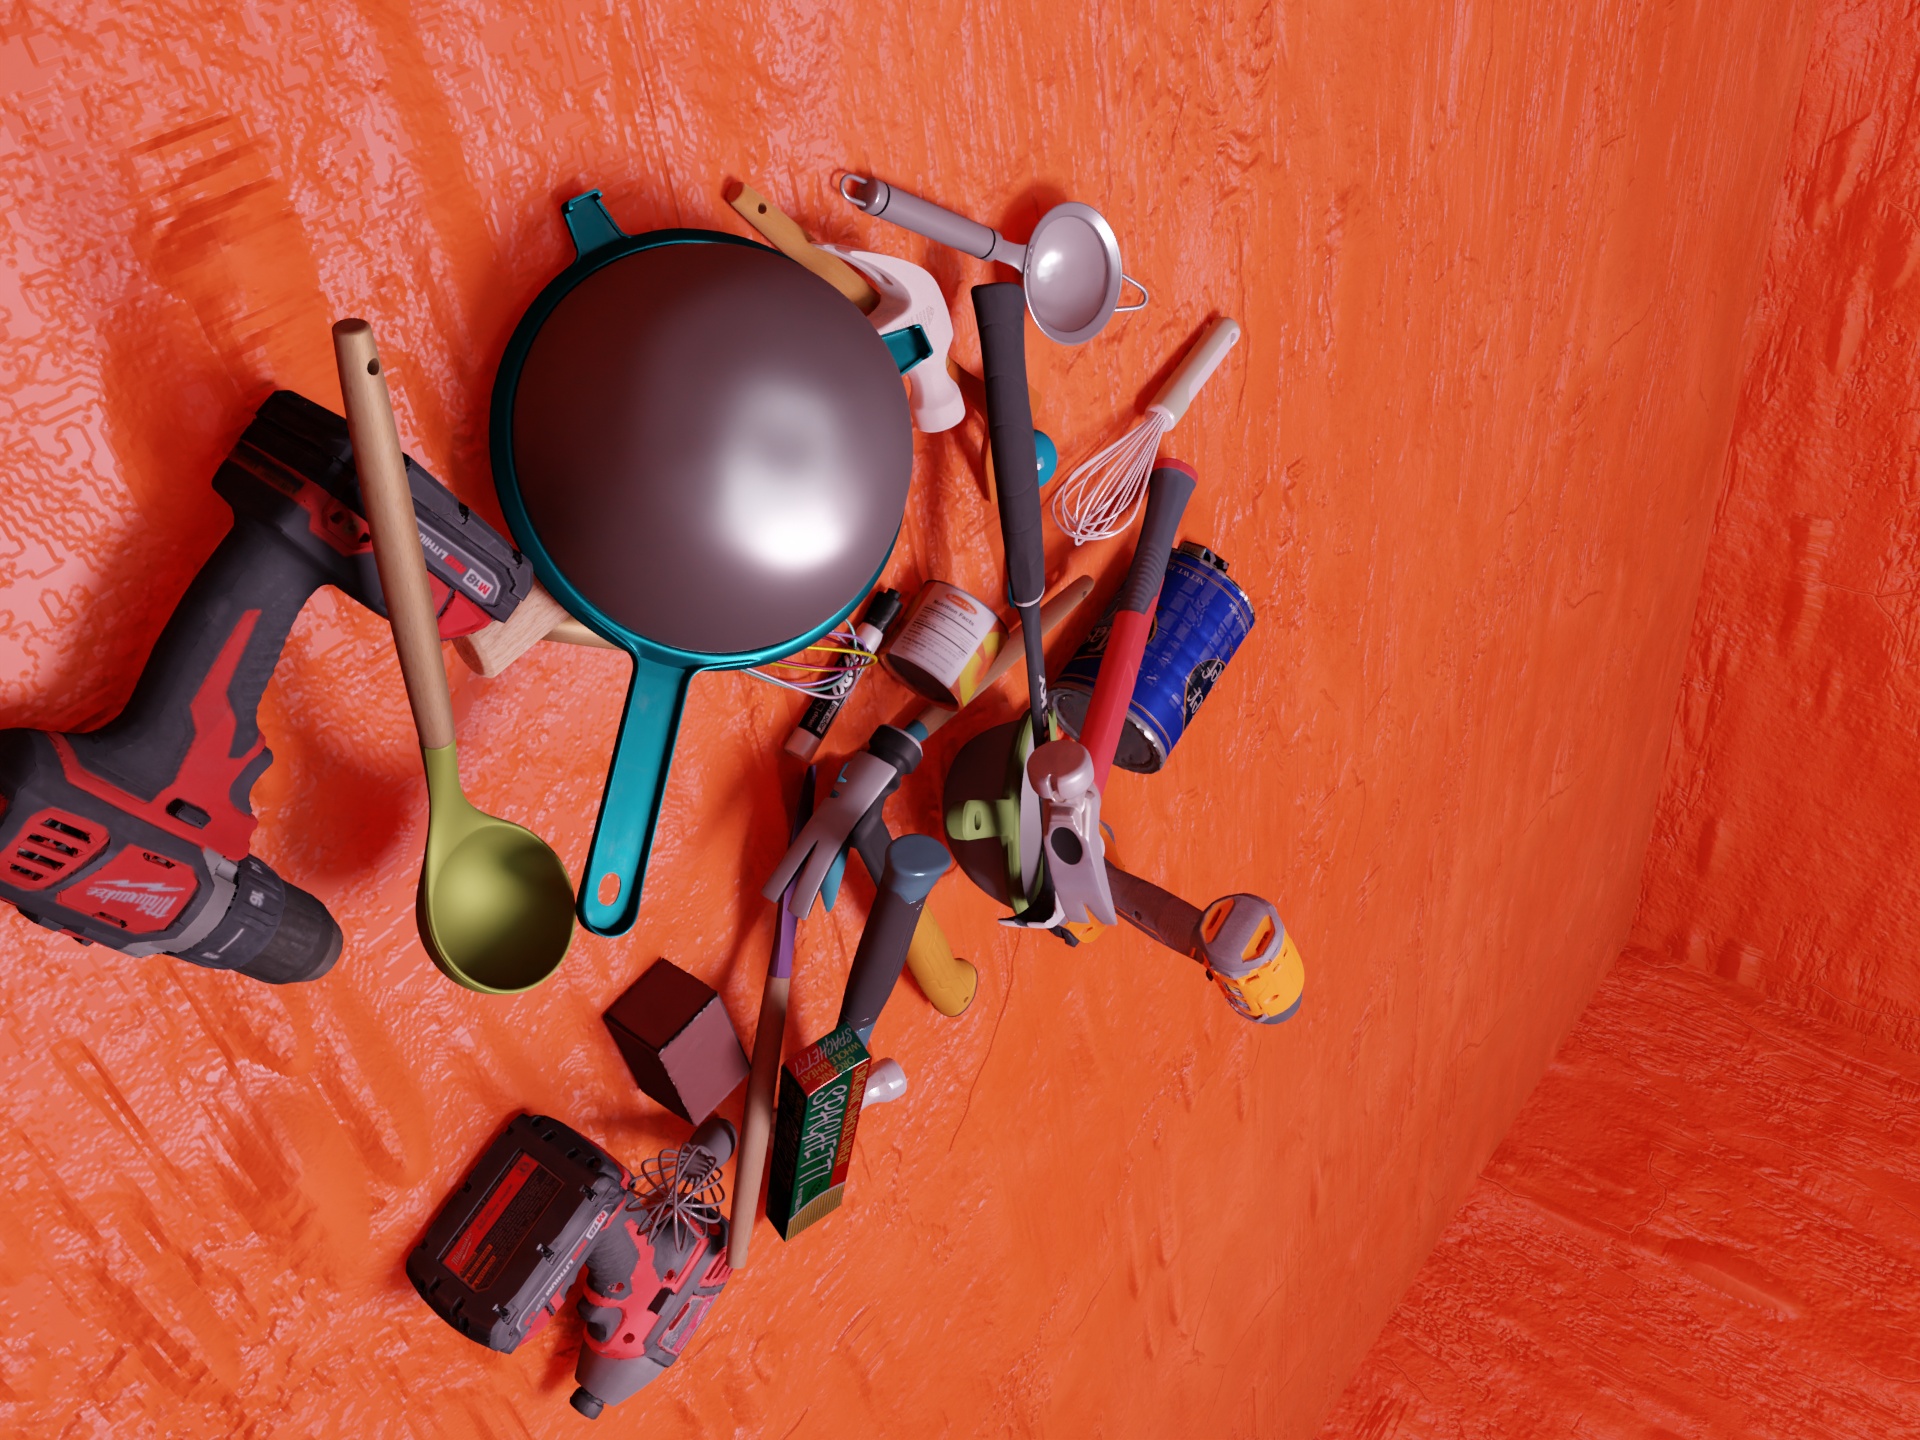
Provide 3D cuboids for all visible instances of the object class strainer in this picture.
[{"bbox_3d":[-0.113,-0.067,0.720,0.210,0.095,0.340,16,81,-29],"label":"strainer"},{"bbox_3d":[0.010,0.063,1.062,0.256,0.069,0.151,7,85,-74],"label":"strainer"},{"bbox_3d":[0.020,-0.282,0.945,0.258,0.050,0.087,4,99,-49],"label":"strainer"}]

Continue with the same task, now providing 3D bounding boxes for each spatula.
[{"bbox_3d":[-0.002,-0.003,1.067,0.317,0.044,0.082,-42,147,-29],"label":"spatula"},{"bbox_3d":[-0.033,-0.219,0.926,0.322,0.041,0.081,29,84,-52],"label":"spatula"},{"bbox_3d":[-0.117,0.184,0.985,0.060,0.018,0.316,-20,119,-87],"label":"spatula"}]

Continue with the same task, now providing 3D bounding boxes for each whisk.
[{"bbox_3d":[-0.132,-0.044,0.871,0.244,0.047,0.051,6,105,-52],"label":"whisk"},{"bbox_3d":[-0.153,0.263,0.931,0.055,0.055,0.239,-64,179,-5],"label":"whisk"},{"bbox_3d":[0.141,-0.213,1.149,0.246,0.059,0.057,-53,156,-28],"label":"whisk"}]

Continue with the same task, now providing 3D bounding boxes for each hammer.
[{"bbox_3d":[-0.061,0.179,1.005,0.128,0.033,0.330,-23,150,-33],"label":"hammer"},{"bbox_3d":[0.116,-0.043,1.083,0.387,0.038,0.143,-69,153,-44],"label":"hammer"},{"bbox_3d":[-0.040,0.134,1.062,0.127,0.034,0.336,-55,154,-19],"label":"hammer"},{"bbox_3d":[0.041,-0.061,0.982,0.149,0.036,0.408,-49,136,-62],"label":"hammer"},{"bbox_3d":[-0.121,-0.133,0.806,0.331,0.031,0.129,-43,137,-29],"label":"hammer"}]

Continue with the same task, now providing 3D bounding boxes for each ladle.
[{"bbox_3d":[-0.204,-0.009,0.638,0.078,0.062,0.319,-55,157,-45],"label":"ladle"}]

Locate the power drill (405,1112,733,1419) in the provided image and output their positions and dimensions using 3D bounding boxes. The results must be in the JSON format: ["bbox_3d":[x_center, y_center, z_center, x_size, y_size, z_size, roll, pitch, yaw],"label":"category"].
[{"bbox_3d":[-0.219,0.332,0.943,0.143,0.079,0.219,-54,147,-18],"label":"power drill"}]

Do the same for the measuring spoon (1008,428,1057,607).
[{"bbox_3d":[0.050,-0.134,1.083,0.042,0.021,0.128,-41,143,-55],"label":"measuring spoon"}]

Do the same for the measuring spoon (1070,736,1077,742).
[{"bbox_3d":[0.068,0.040,1.230,0.117,0.011,0.021,-52,143,-15],"label":"measuring spoon"}]

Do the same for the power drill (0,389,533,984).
[{"bbox_3d":[-0.281,0.001,0.662,0.227,0.080,0.187,-56,147,-11],"label":"power drill"}]

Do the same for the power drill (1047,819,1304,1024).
[{"bbox_3d":[0.160,0.160,1.228,0.084,0.227,0.164,-56,145,-16],"label":"power drill"}]
